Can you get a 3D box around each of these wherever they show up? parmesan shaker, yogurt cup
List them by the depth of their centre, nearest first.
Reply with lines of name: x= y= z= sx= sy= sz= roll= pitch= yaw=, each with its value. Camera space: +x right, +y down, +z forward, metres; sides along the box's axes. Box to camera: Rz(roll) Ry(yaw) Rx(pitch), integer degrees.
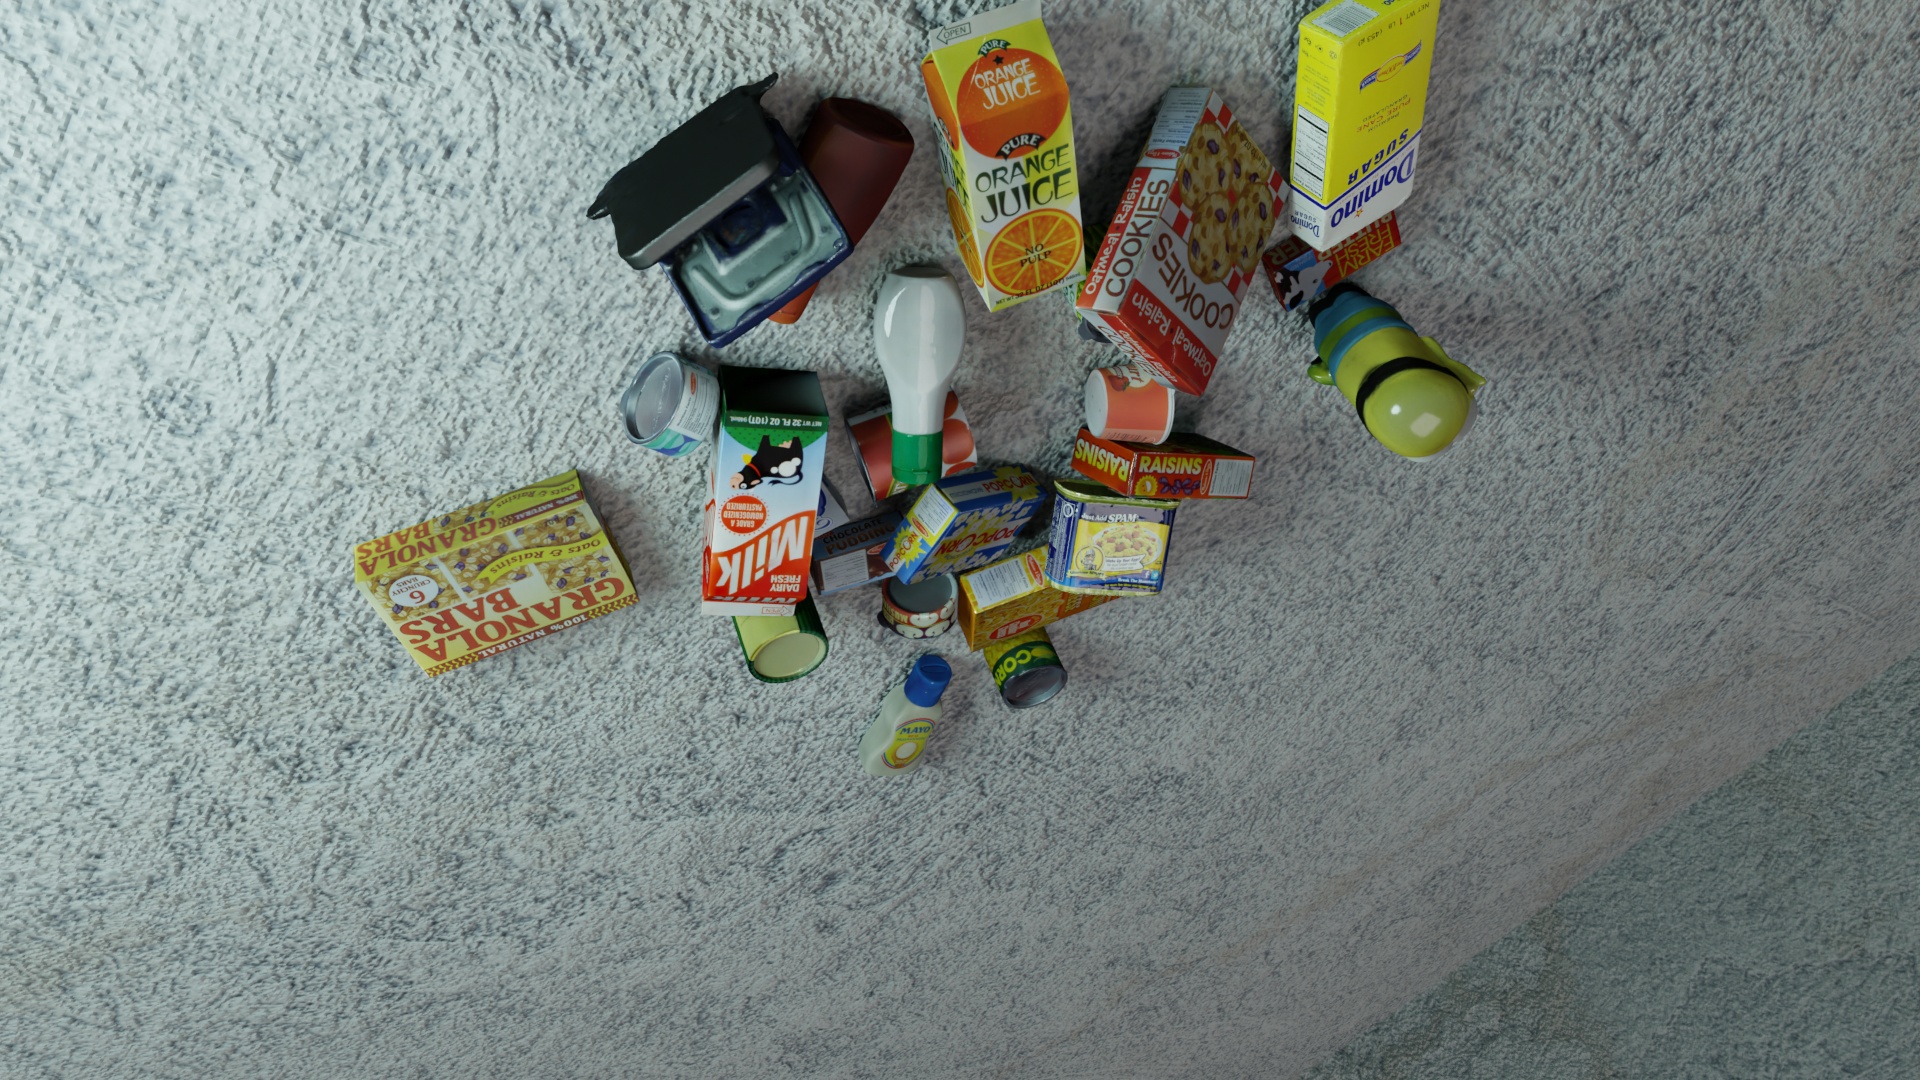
yogurt cup: x=0.132 y=-0.109 z=1.096 sx=0.054 sy=0.073 sz=0.072 roll=-3 pitch=138 yaw=-14
parmesan shaker: x=-0.151 y=0.055 z=1.099 sx=0.071 sy=0.103 sz=0.071 roll=-15 pitch=142 yaw=-12

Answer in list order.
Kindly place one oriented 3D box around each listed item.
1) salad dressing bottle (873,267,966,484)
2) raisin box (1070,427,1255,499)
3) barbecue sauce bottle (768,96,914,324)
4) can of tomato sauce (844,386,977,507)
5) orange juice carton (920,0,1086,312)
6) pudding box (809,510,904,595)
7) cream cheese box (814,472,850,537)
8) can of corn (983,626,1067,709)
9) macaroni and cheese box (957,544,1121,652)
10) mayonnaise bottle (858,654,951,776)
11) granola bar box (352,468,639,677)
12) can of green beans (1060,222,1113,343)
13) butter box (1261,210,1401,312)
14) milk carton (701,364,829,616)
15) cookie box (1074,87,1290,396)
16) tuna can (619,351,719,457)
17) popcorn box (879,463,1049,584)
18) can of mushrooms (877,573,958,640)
salad dressing bottle: x=-0.029 y=-0.114 z=0.968 sx=0.064 sy=0.044 sz=0.147 roll=-1 pitch=111 yaw=-10
raisin box: x=0.166 y=-0.063 z=1.146 sx=0.123 sy=0.086 sz=0.040 roll=1 pitch=108 yaw=-30
barbecue sauce bottle: x=-0.088 y=-0.204 z=0.878 sx=0.065 sy=0.044 sz=0.147 roll=7 pitch=133 yaw=-35
can of tomato sauce: x=-0.036 y=-0.072 z=1.040 sx=0.083 sy=0.071 sz=0.070 roll=-20 pitch=142 yaw=-6
orange juice carton: x=0.027 y=-0.244 z=0.869 sx=0.072 sy=0.073 sz=0.191 roll=-20 pitch=142 yaw=-6
pudding box: x=-0.082 y=0.011 z=1.145 sx=0.084 sy=0.030 sz=0.049 roll=-16 pitch=140 yaw=-12
cream cheese box: x=-0.130 y=-0.039 z=1.064 sx=0.053 sy=0.024 sz=0.103 roll=-27 pitch=142 yaw=5
can of corn: x=0.059 y=0.117 z=1.325 sx=0.071 sy=0.058 sz=0.070 roll=-15 pitch=142 yaw=-12
macaroni and cheese box: x=0.081 y=0.038 z=1.230 sx=0.167 sy=0.040 sz=0.123 roll=-20 pitch=162 yaw=-9
mayonnaise bottle: x=-0.049 y=0.170 z=1.341 sx=0.065 sy=0.041 sz=0.147 roll=1 pitch=136 yaw=-27
granola bar box: x=-0.335 y=0.025 z=1.014 sx=0.166 sy=0.039 sz=0.123 roll=-20 pitch=142 yaw=-7
can of green beans: x=0.106 y=-0.185 z=0.995 sx=0.071 sy=0.058 sz=0.071 roll=-15 pitch=142 yaw=-13
butter box: x=0.287 y=-0.225 z=1.076 sx=0.103 sy=0.024 sz=0.053 roll=-31 pitch=143 yaw=8
milk carton: x=-0.143 y=-0.023 z=0.992 sx=0.072 sy=0.074 sz=0.189 roll=3 pitch=122 yaw=-16
cookie box: x=0.154 y=-0.200 z=0.945 sx=0.123 sy=0.040 sz=0.167 roll=31 pitch=80 yaw=-47
tuna can: x=-0.196 y=-0.091 z=0.935 sx=0.071 sy=0.071 sz=0.033 roll=-44 pitch=139 yaw=22
popcorn box: x=0.004 y=-0.014 z=1.121 sx=0.127 sy=0.038 sz=0.084 roll=-14 pitch=147 yaw=-52
can of mushrooms: x=-0.037 y=0.050 z=1.186 sx=0.071 sy=0.071 sz=0.033 roll=-14 pitch=141 yaw=-14
